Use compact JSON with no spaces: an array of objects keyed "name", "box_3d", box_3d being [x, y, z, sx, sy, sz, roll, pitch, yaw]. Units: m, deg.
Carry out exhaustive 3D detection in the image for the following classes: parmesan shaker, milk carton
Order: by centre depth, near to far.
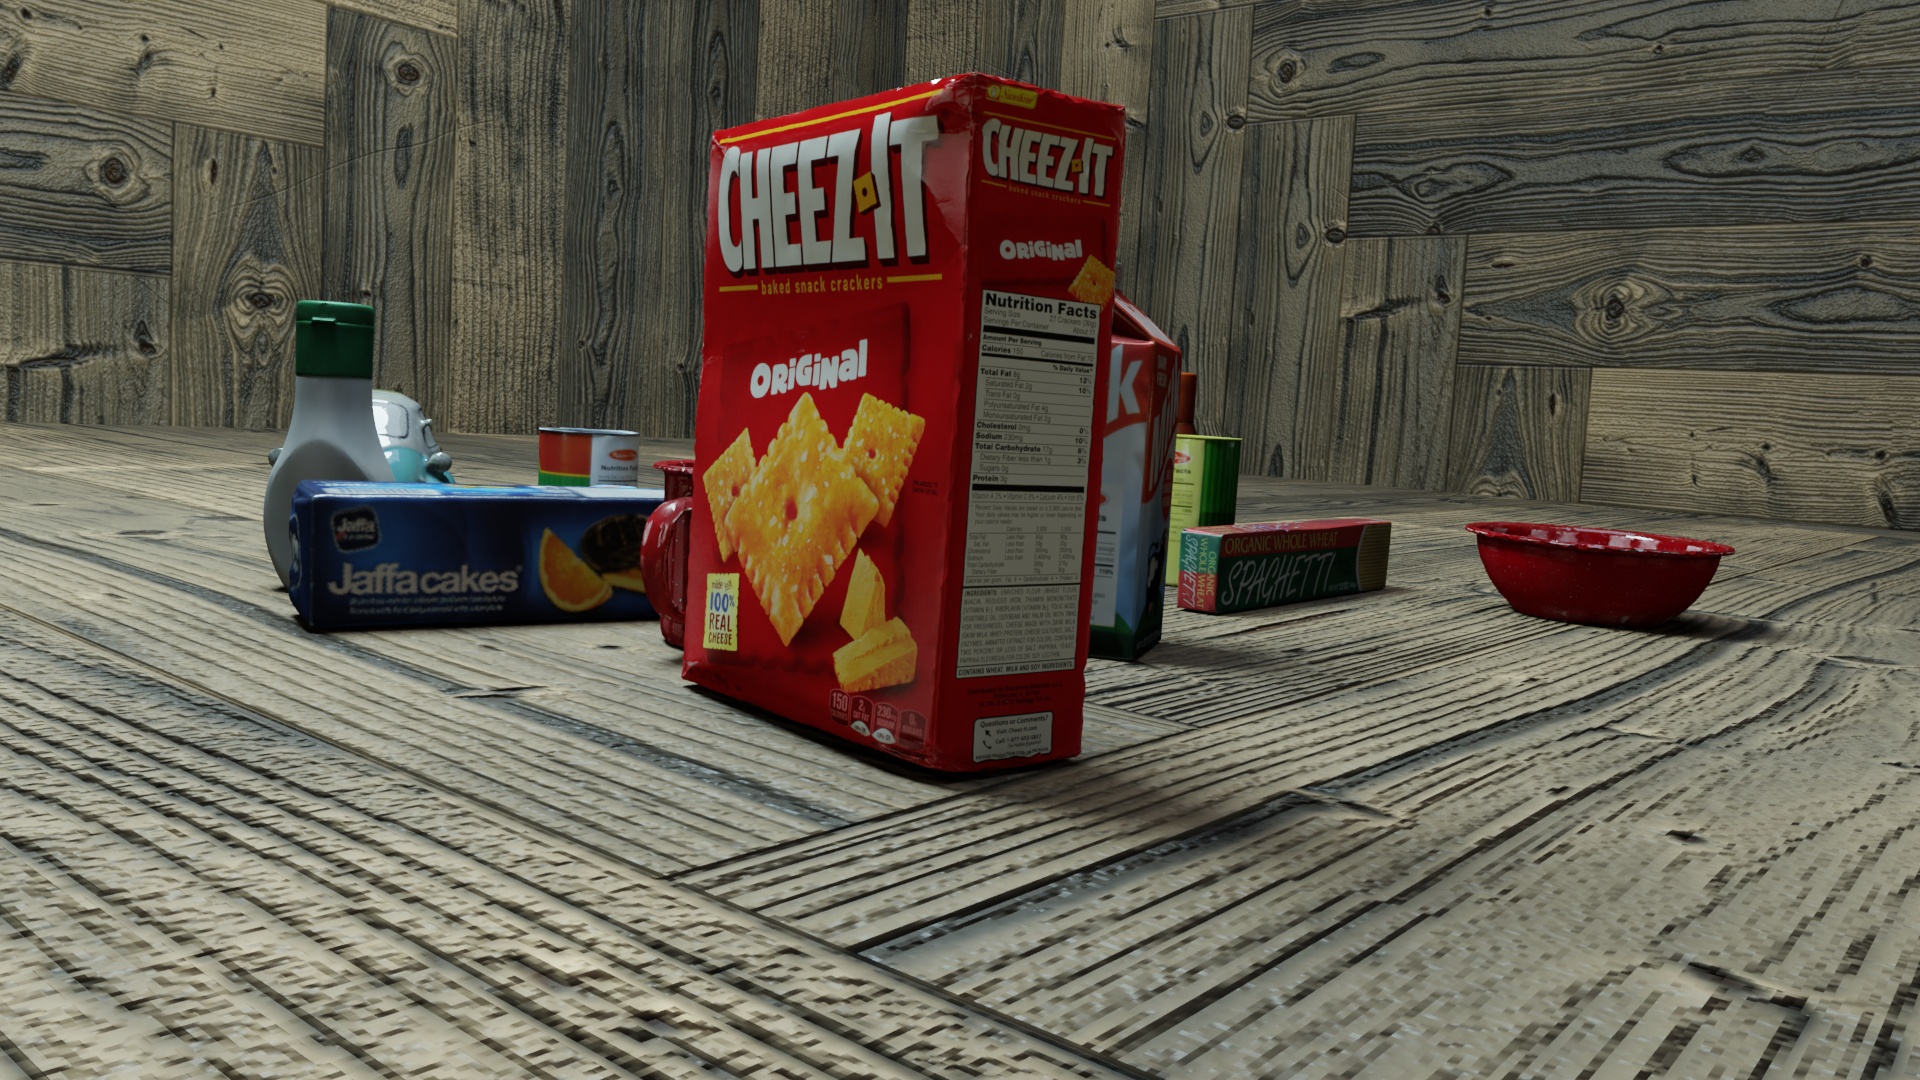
[{"name":"milk carton","box_3d":[0.064,-0.043,0.681,0.073,0.190,0.072,5,5,19]},{"name":"parmesan shaker","box_3d":[0.157,-0.022,0.970,0.071,0.103,0.071,3,5,0]}]

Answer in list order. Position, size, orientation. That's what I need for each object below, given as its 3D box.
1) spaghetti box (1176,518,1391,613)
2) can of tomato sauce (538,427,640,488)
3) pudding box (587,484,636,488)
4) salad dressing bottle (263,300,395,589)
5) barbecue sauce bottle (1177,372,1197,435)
[{"name":"spaghetti box","box_3d":[0.219,0.014,0.913,0.028,0.050,0.251,8,7,40]},{"name":"can of tomato sauce","box_3d":[-0.254,-0.034,0.941,0.071,0.083,0.071,3,5,0]},{"name":"pudding box","box_3d":[-0.231,-0.008,0.867,0.030,0.049,0.084,4,5,8]},{"name":"salad dressing bottle","box_3d":[-0.322,-0.048,0.714,0.064,0.147,0.044,3,5,-6]},{"name":"barbecue sauce bottle","box_3d":[0.156,-0.053,1.053,0.065,0.148,0.044,7,6,35]}]
